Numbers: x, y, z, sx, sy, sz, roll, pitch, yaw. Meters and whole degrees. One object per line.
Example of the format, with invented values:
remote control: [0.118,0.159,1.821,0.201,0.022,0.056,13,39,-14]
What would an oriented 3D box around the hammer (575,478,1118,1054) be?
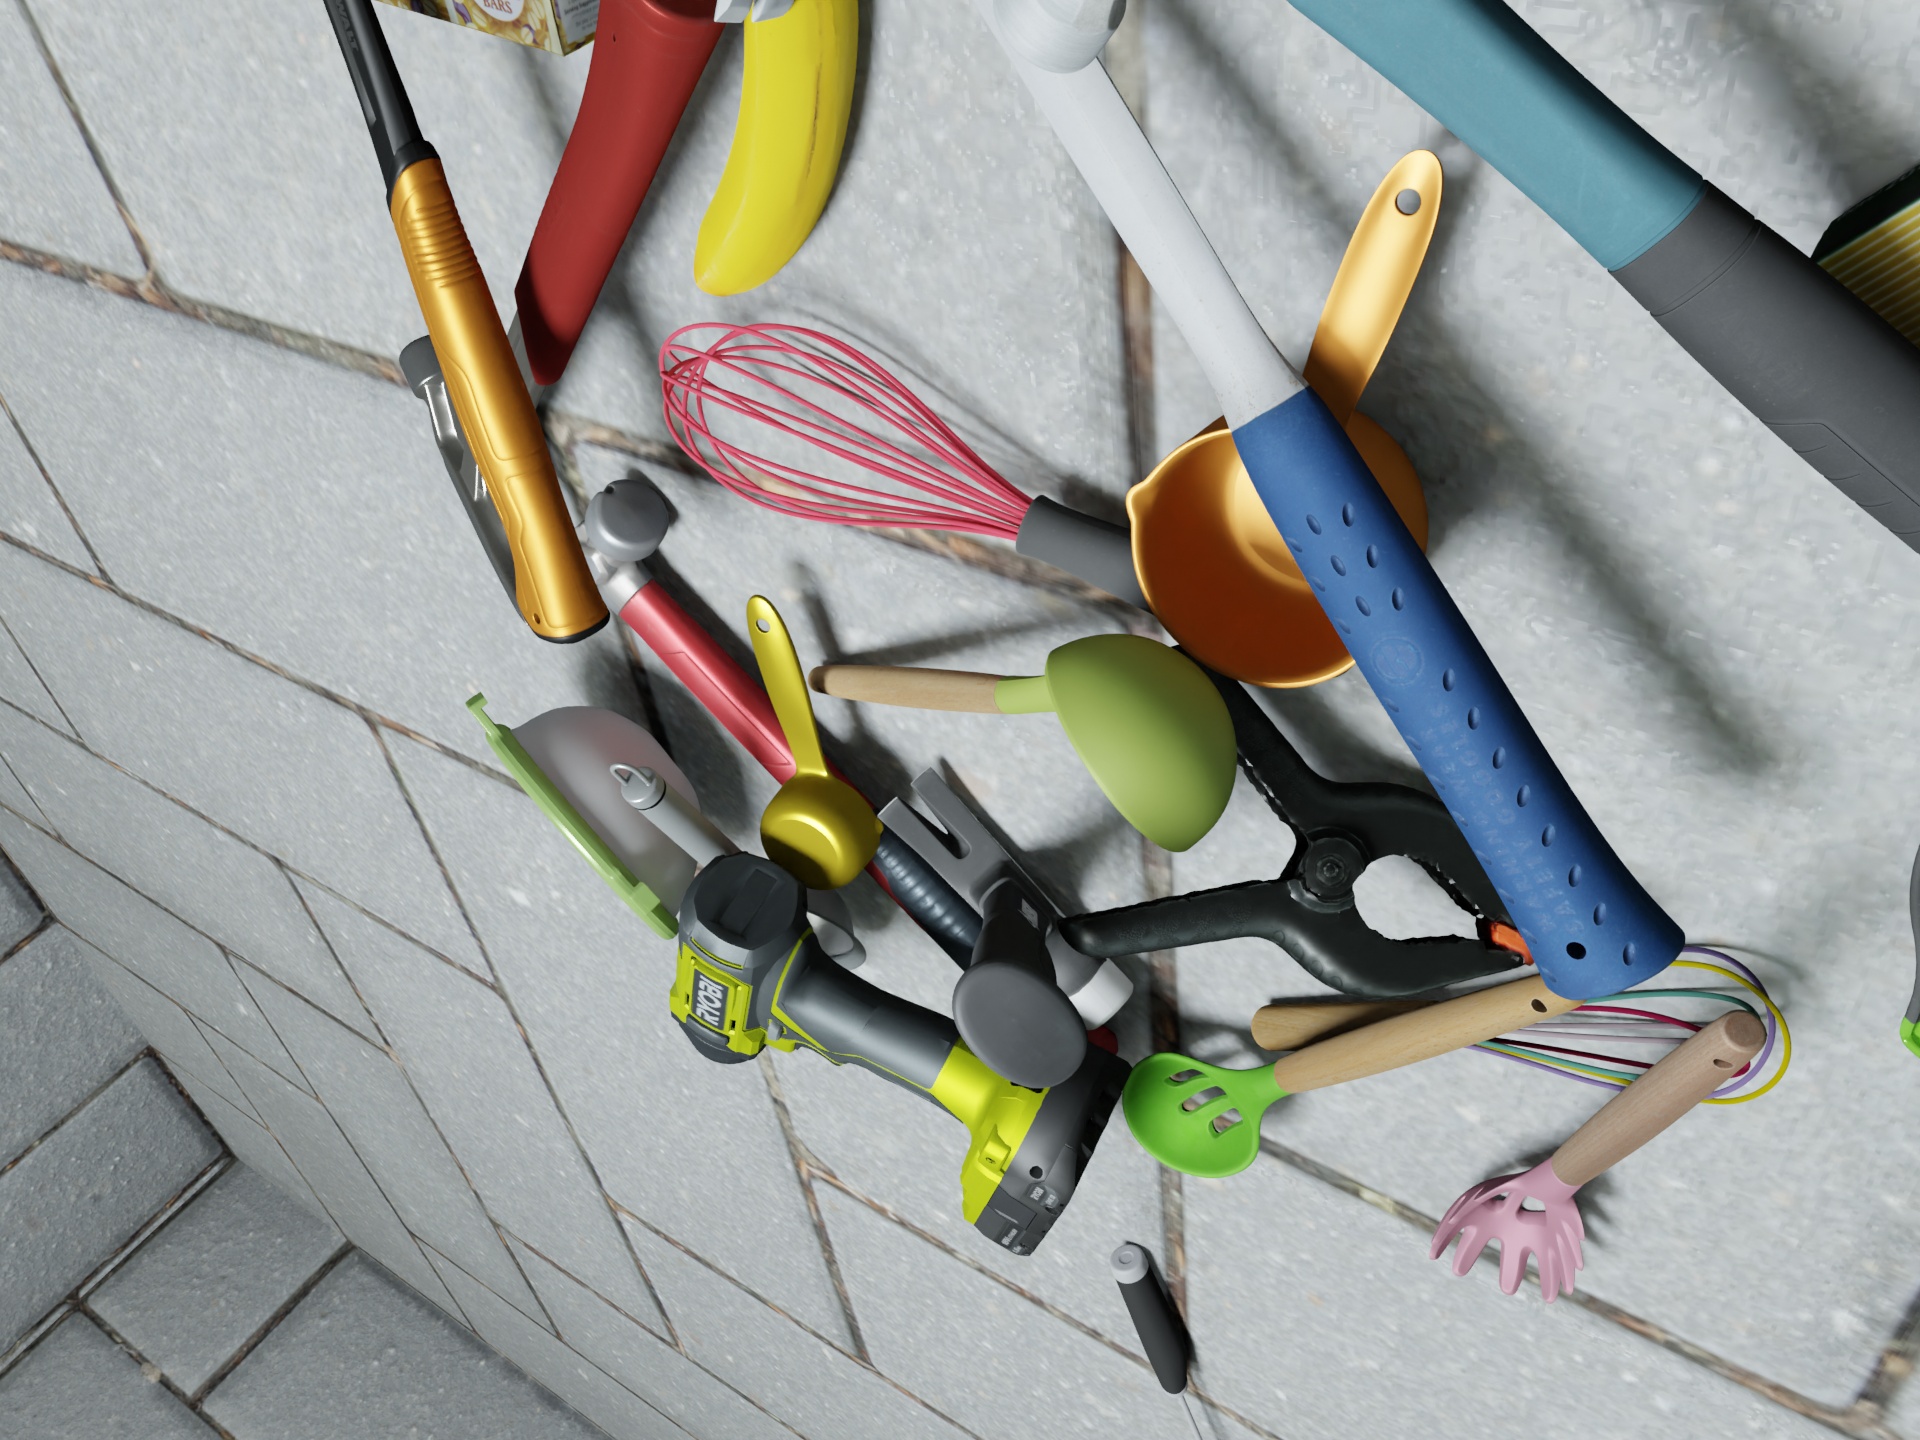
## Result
hammer: [-0.067,0.051,0.825,0.386,0.038,0.143,47,147,-5]

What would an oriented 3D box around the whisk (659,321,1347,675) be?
whisk: [0.009,-0.081,0.596,0.296,0.073,0.073,25,142,15]

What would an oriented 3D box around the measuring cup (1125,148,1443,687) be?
measuring cup: [0.115,-0.093,0.486,0.095,0.052,0.173,30,128,17]

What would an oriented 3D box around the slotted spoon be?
slotted spoon: [0.152,0.145,0.662,0.070,0.031,0.313,50,150,4]

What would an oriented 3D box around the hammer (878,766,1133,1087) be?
hammer: [0.017,0.084,0.620,0.146,0.035,0.335,47,-179,2]

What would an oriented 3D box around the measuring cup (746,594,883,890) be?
measuring cup: [-0.080,0.015,0.744,0.062,0.029,0.156,3,125,26]

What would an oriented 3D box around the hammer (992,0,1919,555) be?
hammer: [0.166,-0.102,0.359,0.331,0.033,0.128,36,149,-9]

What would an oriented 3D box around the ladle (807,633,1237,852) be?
ladle: [-0.001,-0.002,0.628,0.078,0.062,0.320,46,163,-23]

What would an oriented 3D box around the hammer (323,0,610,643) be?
hammer: [-0.192,-0.177,0.596,0.127,0.034,0.336,20,133,42]

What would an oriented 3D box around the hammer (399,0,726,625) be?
hammer: [-0.157,-0.165,0.636,0.149,0.036,0.359,63,148,4]

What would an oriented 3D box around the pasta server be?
pasta server: [0.232,0.167,0.590,0.060,0.040,0.316,18,155,13]

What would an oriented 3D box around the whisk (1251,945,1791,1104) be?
whisk: [0.206,0.125,0.628,0.047,0.051,0.245,48,149,-17]

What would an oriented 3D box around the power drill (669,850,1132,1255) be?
power drill: [-0.040,0.168,0.794,0.223,0.080,0.171,28,145,8]

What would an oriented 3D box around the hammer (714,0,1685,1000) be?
hammer: [0.077,-0.095,0.451,0.144,0.035,0.405,-29,97,39]

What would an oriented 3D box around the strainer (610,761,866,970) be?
strainer: [-0.111,0.078,0.818,0.087,0.050,0.258,5,154,23]

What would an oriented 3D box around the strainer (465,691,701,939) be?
strainer: [-0.181,0.058,0.916,0.151,0.069,0.256,46,171,15]

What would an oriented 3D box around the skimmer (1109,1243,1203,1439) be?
skimmer: [0.130,0.485,1.043,0.127,0.090,0.363,48,162,59]

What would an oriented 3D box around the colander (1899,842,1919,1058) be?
colander: [0.363,0.045,0.337,0.204,0.094,0.396,35,145,12]
